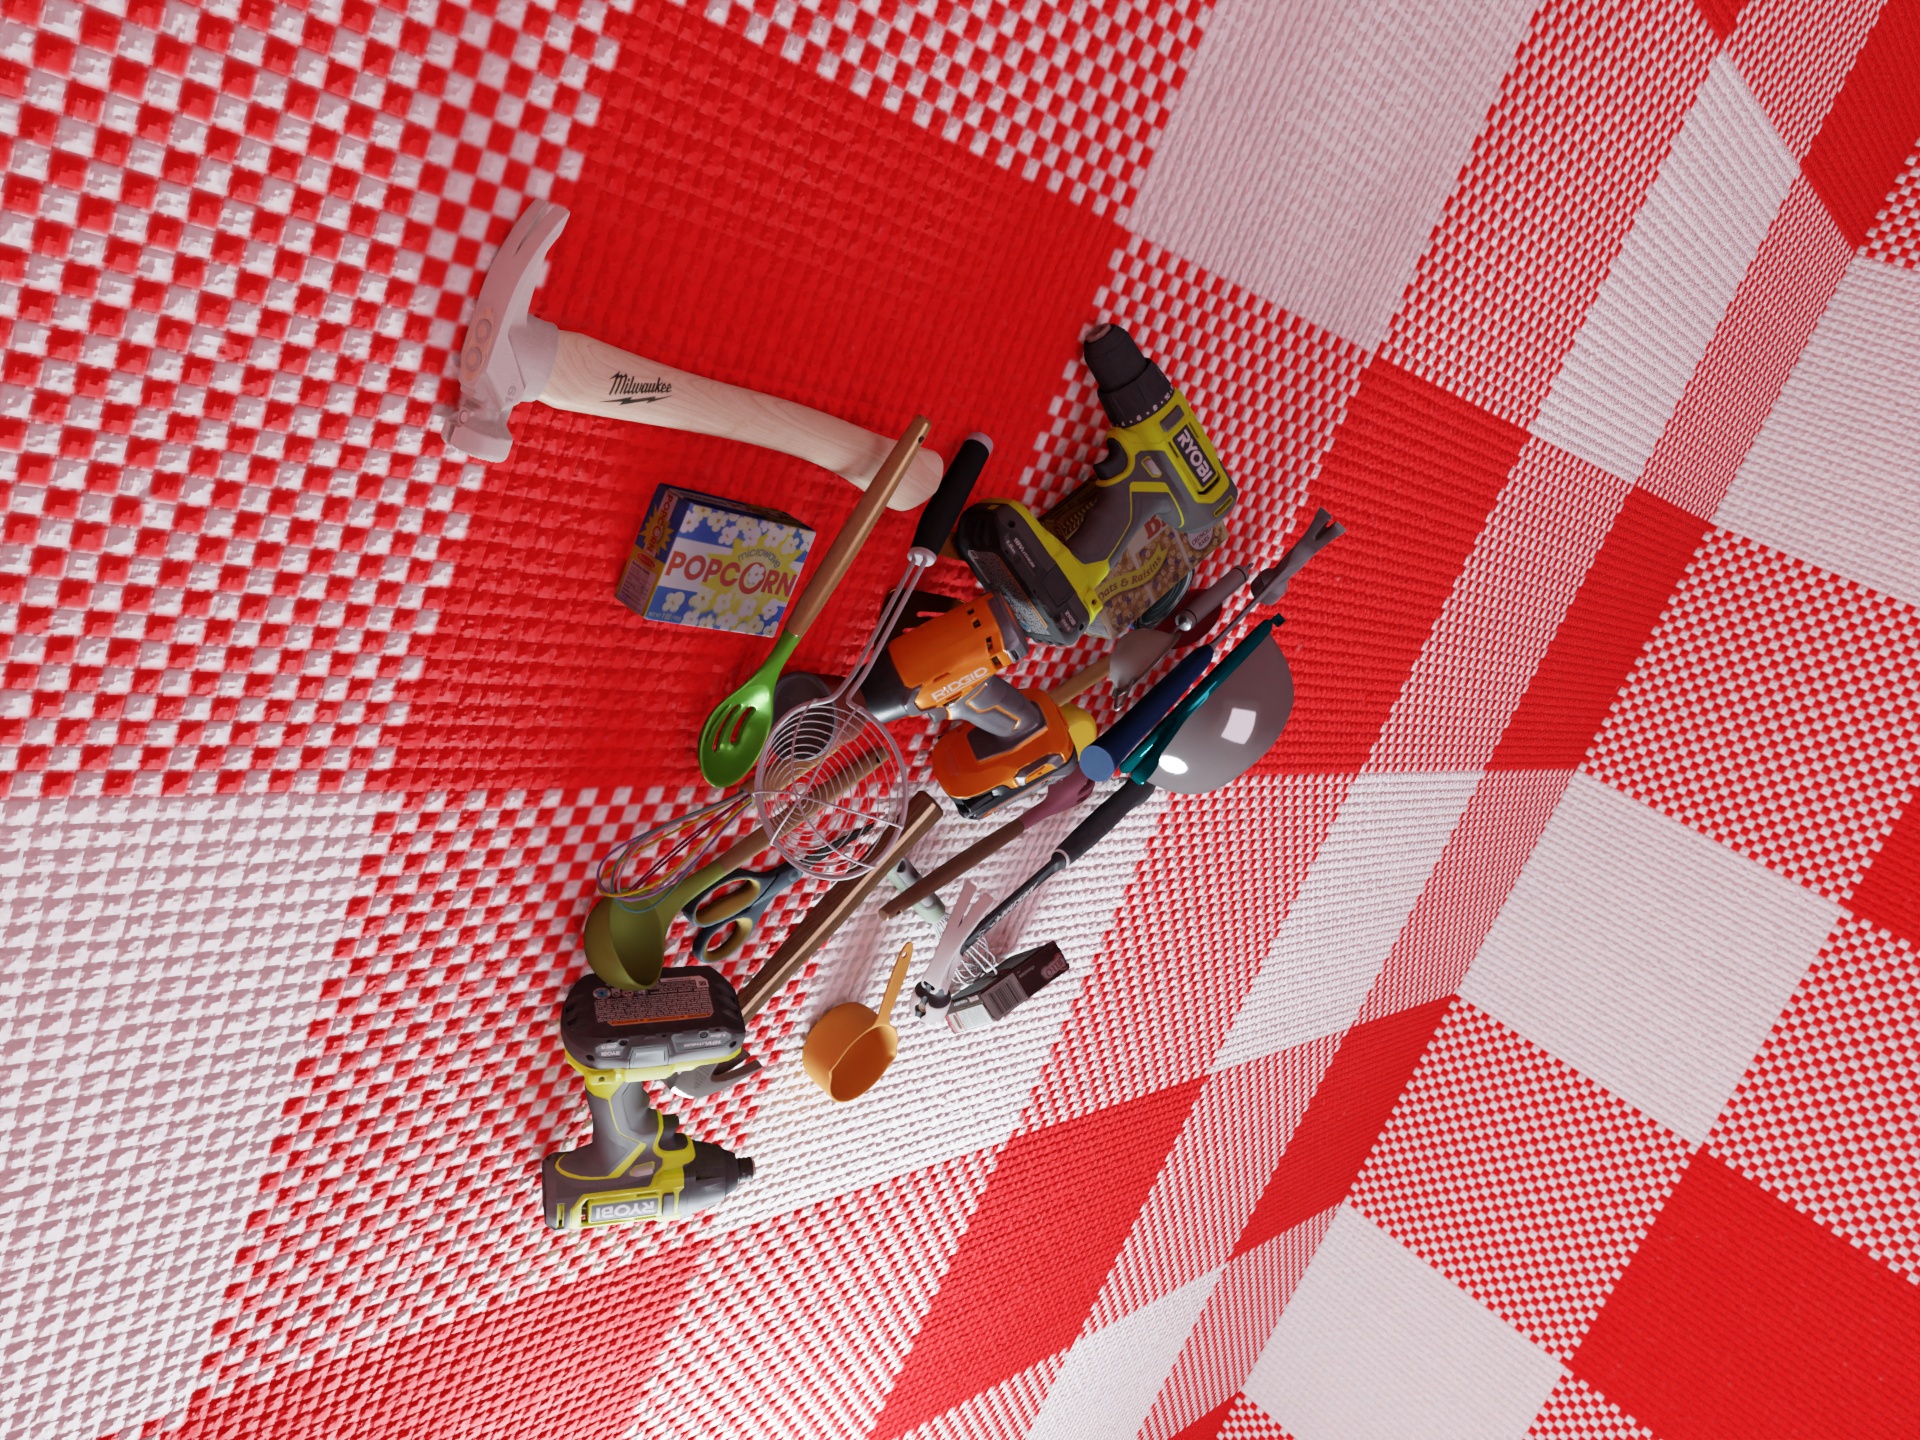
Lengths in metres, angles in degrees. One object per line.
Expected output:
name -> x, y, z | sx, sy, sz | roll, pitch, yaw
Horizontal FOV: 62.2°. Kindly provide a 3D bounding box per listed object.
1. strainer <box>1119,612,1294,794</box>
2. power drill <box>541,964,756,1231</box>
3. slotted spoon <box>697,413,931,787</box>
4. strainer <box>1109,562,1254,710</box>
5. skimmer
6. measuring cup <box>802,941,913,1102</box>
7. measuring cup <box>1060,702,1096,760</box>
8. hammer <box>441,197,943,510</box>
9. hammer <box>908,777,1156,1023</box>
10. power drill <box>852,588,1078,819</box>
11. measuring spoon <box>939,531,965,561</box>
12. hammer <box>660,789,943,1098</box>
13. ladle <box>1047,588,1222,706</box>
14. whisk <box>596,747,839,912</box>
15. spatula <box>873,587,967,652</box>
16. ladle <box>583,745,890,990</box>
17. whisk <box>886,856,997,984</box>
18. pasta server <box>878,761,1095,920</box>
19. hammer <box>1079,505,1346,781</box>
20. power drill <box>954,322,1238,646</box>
strainer -> 0.240, 0.022, 1.523 | 0.211, 0.095, 0.340 | -47, 177, 26
power drill -> -0.241, 0.306, 1.260 | 0.171, 0.080, 0.223 | -2, 122, -19
slotted spoon -> -0.107, -0.086, 1.156 | 0.070, 0.031, 0.313 | 11, 116, -56
strainer -> 0.207, -0.092, 1.507 | 0.258, 0.050, 0.087 | -38, -179, -37
skimmer -> -0.044, -0.057, 1.181 | 0.363, 0.127, 0.090 | -65, 148, -28
measuring cup -> -0.092, 0.271, 1.488 | 0.095, 0.052, 0.173 | 2, 114, -53
measuring cup -> 0.071, 0.041, 1.514 | 0.156, 0.029, 0.062 | -37, 130, -26
hammer -> -0.141, -0.208, 1.039 | 0.410, 0.038, 0.146 | 5, 112, -54
hammer -> 0.089, 0.138, 1.552 | 0.409, 0.036, 0.149 | -35, 152, -49
power drill -> -0.002, -0.004, 1.321 | 0.164, 0.084, 0.226 | -27, 146, 5
measuring spoon -> 0.002, -0.141, 1.303 | 0.116, 0.011, 0.021 | 10, 102, -51
hammer -> -0.133, 0.192, 1.373 | 0.331, 0.031, 0.129 | -47, 146, -10
ladle -> 0.139, -0.050, 1.538 | 0.315, 0.031, 0.069 | -32, 137, -30
whisk -> -0.175, 0.071, 1.207 | 0.245, 0.051, 0.047 | -36, -174, -39
spatula -> 0.050, -0.108, 1.381 | 0.322, 0.041, 0.081 | -24, 136, -45
ladle -> -0.164, 0.103, 1.253 | 0.320, 0.062, 0.078 | -35, 113, -34
whisk -> -0.022, 0.186, 1.512 | 0.058, 0.059, 0.246 | -58, 144, -20
pasta server -> 0.032, 0.108, 1.502 | 0.316, 0.040, 0.060 | -30, 137, -40
hammer -> 0.236, -0.072, 1.492 | 0.405, 0.035, 0.144 | -42, 174, -39
power drill -> 0.107, -0.190, 1.298 | 0.228, 0.080, 0.190 | -45, 117, -17
